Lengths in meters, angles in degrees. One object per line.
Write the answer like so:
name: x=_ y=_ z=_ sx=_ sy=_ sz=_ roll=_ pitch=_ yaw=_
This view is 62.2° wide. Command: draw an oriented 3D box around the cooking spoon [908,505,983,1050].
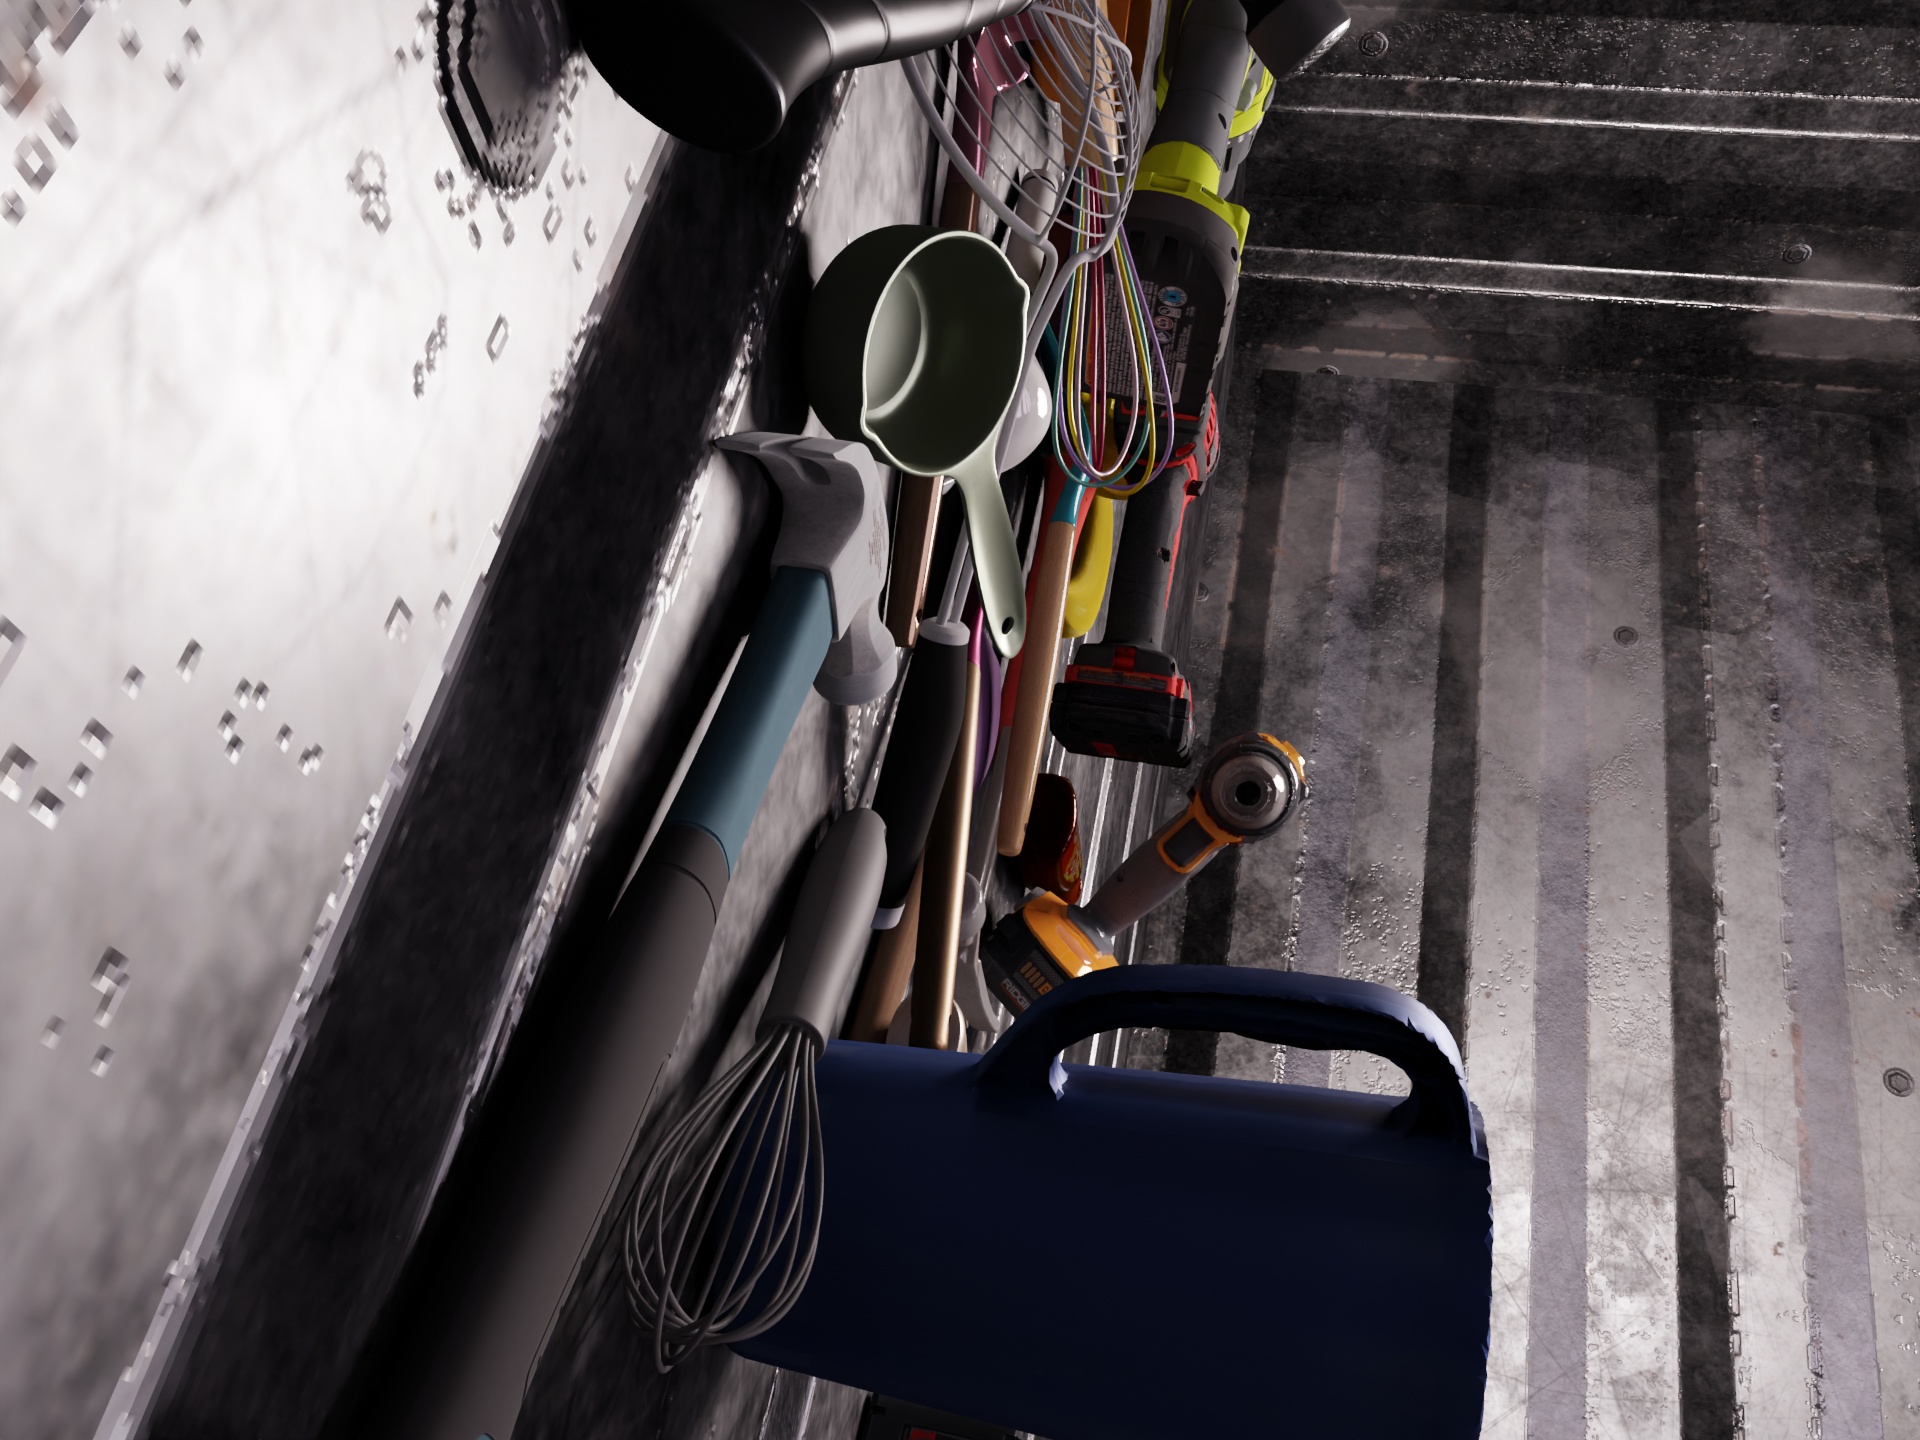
cooking spoon: x=-0.001 y=-0.002 z=0.677 sx=0.068 sy=0.017 sz=0.319 roll=96 pitch=-1 yaw=-51

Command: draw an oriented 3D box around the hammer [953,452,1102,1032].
hammer: x=0.035 y=-0.007 z=0.913 sx=0.149 sy=0.037 sz=0.359 roll=81 pitch=19 yaw=-56

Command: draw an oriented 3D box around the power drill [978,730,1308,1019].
power drill: x=0.113 y=0.093 z=0.941 sx=0.226 sy=0.084 sz=0.185 roll=-43 pitch=173 yaw=8

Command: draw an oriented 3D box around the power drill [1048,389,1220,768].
power drill: x=0.111 y=-0.088 z=0.939 sx=0.143 sy=0.078 sz=0.220 roll=39 pitch=60 yaw=-77

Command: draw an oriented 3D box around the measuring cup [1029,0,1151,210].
measuring cup: x=0.055 y=-0.318 z=0.782 sx=0.095 sy=0.052 sz=0.174 roll=79 pitch=24 yaw=-62

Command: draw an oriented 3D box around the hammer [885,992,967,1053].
hammer: x=-0.002 y=0.224 z=0.814 sx=0.410 sy=0.038 sz=0.146 roll=85 pitch=14 yaw=-57

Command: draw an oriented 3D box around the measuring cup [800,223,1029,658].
measuring cup: x=-0.008 y=-0.087 z=0.534 sx=0.083 sy=0.038 sz=0.167 roll=-46 pitch=141 yaw=-27

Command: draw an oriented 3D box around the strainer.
strainer: x=0.026 y=-0.190 z=0.743 sx=0.086 sy=0.050 sz=0.259 roll=109 pitch=-6 yaw=-52

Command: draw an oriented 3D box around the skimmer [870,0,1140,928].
skimmer: x=-0.012 y=-0.101 z=0.598 sx=0.127 sy=0.090 sz=0.363 roll=-8 pitch=118 yaw=-54

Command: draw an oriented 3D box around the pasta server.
pasta server: x=0.004 y=-0.185 z=0.633 sx=0.060 sy=0.040 sz=0.316 roll=8 pitch=90 yaw=-65

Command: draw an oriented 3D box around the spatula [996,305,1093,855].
spatula: x=0.040 y=-0.079 z=0.844 sx=0.082 sy=0.044 sz=0.318 roll=73 pitch=25 yaw=-64

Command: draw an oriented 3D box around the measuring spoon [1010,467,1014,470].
measuring spoon: x=0.020 y=-0.149 z=0.817 sx=0.124 sy=0.018 sz=0.034 roll=53 pitch=47 yaw=-84

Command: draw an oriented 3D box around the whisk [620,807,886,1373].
whisk: x=-0.054 y=0.097 z=0.498 sx=0.239 sy=0.055 sz=0.055 roll=-74 pitch=167 yaw=-57

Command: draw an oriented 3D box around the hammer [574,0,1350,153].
hammer: x=0.019 y=-0.233 z=0.476 sx=0.149 sy=0.036 sz=0.409 roll=51 pitch=38 yaw=-7

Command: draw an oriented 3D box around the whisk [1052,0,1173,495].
whisk: x=0.052 y=-0.208 z=0.656 sx=0.047 sy=0.051 sz=0.244 roll=-113 pitch=-166 yaw=-61

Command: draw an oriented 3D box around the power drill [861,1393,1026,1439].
power drill: x=-0.016 y=0.460 z=0.844 sx=0.226 sy=0.080 sz=0.188 roll=86 pitch=15 yaw=-56

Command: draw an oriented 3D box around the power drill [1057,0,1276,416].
power drill: x=0.113 y=-0.271 z=0.804 sx=0.190 sy=0.080 sz=0.229 roll=88 pitch=17 yaw=-66

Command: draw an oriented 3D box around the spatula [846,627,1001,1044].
spatula: x=-0.018 y=0.071 z=0.723 sx=0.316 sy=0.018 sz=0.059 roll=-72 pitch=146 yaw=-44

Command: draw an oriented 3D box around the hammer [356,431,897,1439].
hammer: x=-0.071 y=0.046 z=0.396 sx=0.128 sy=0.033 sz=0.331 roll=87 pitch=14 yaw=-45
